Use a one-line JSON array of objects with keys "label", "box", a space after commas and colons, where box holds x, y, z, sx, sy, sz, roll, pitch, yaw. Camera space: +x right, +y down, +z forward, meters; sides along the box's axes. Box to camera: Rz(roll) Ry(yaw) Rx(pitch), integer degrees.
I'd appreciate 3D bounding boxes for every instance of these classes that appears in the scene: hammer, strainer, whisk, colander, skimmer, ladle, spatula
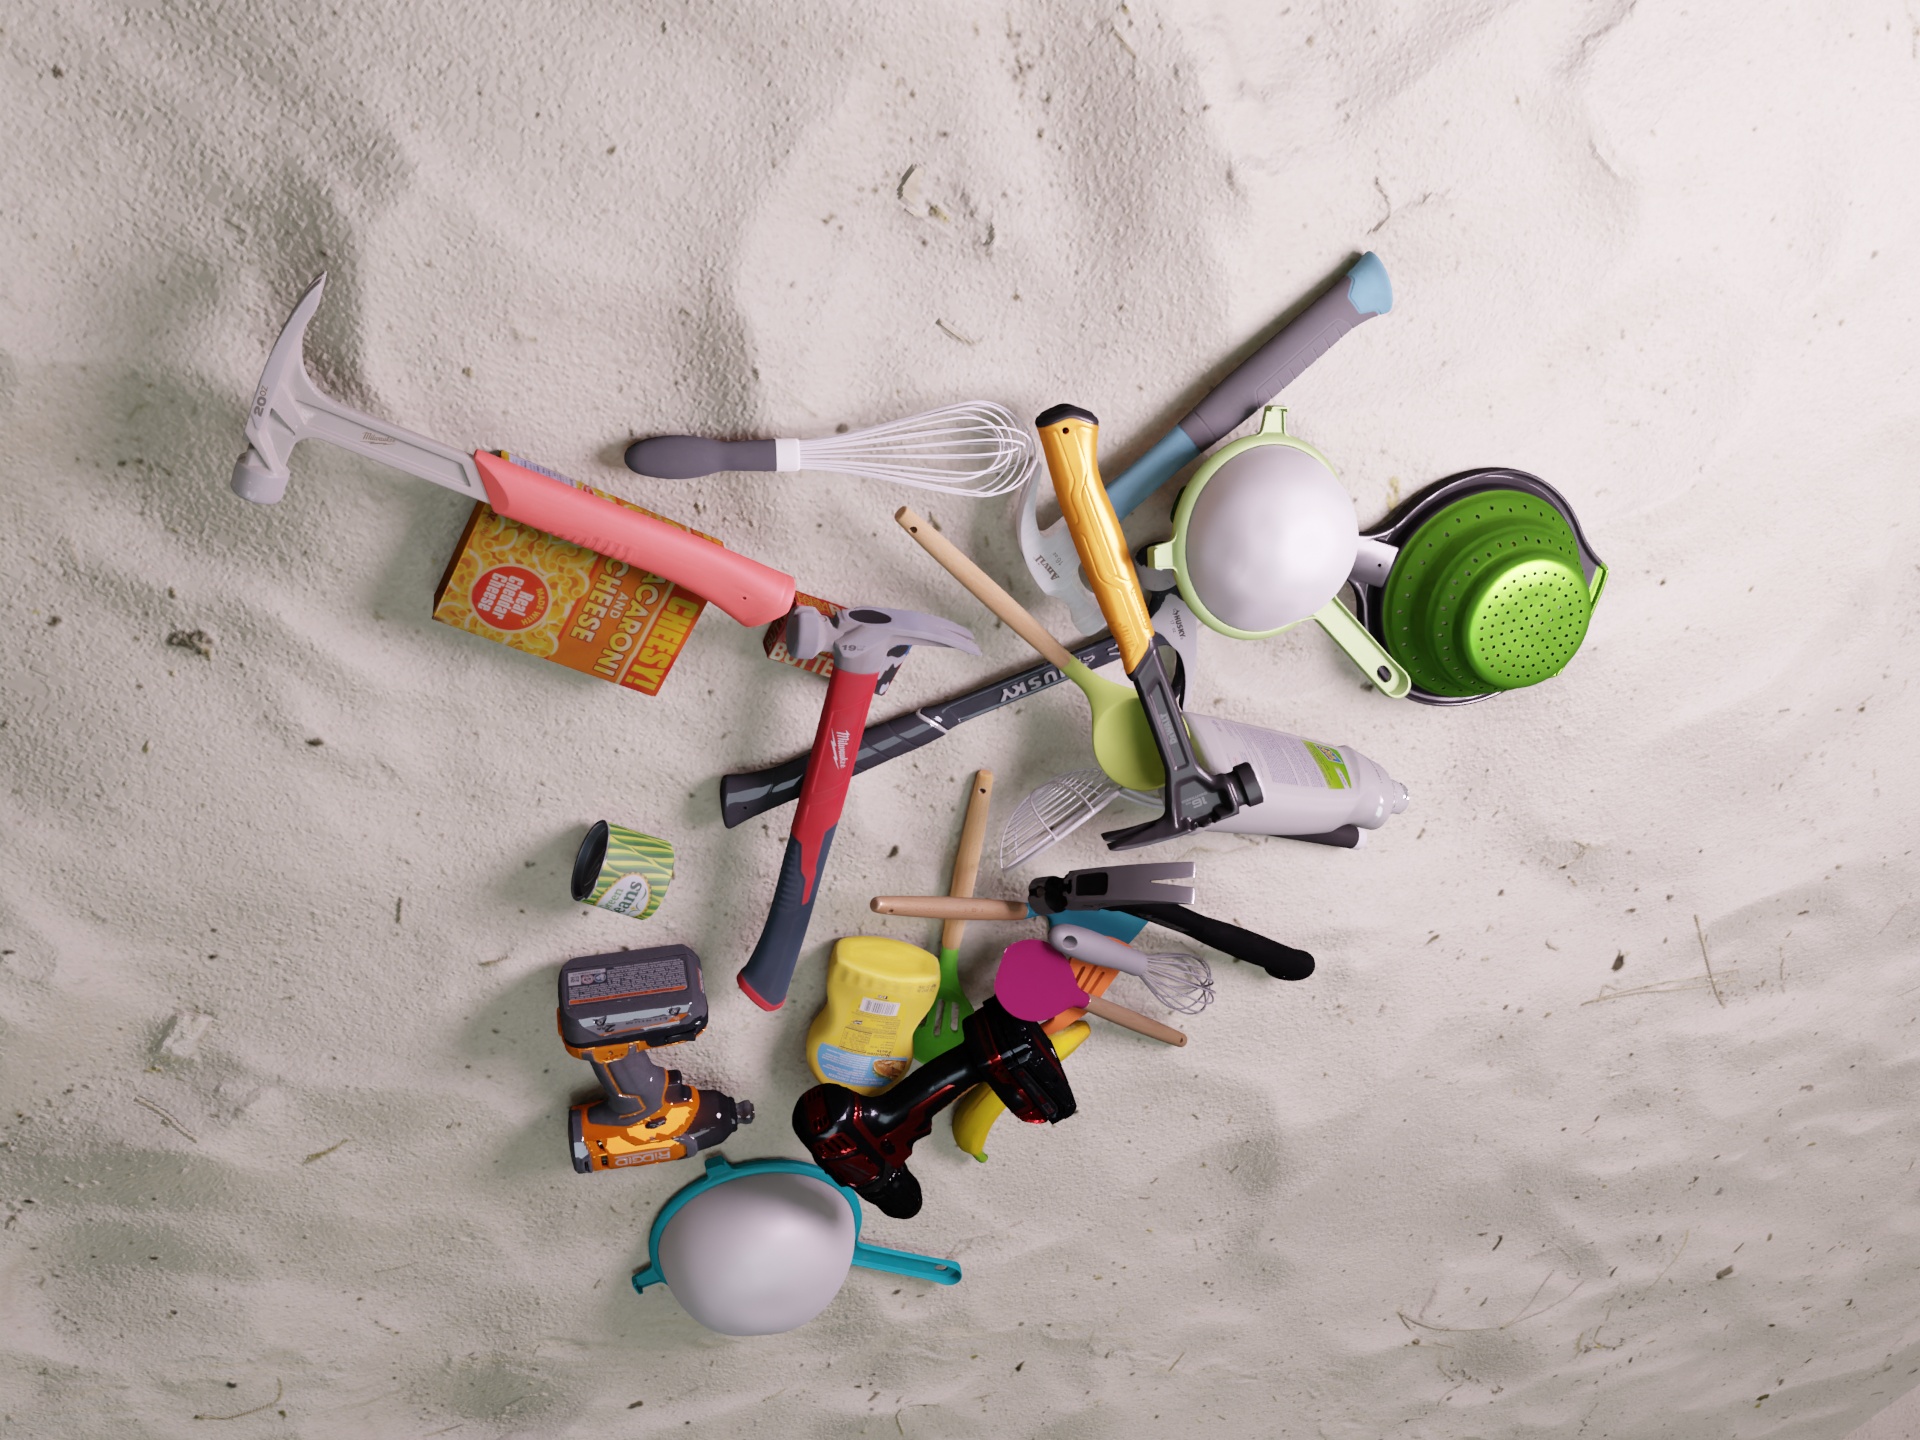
[{"label": "hammer", "box": [-0.099, 0.081, 1.250, 0.143, 0.038, 0.386, 4, 125, -21]}, {"label": "strainer", "box": [0.264, -0.094, 1.151, 0.256, 0.069, 0.151, 42, 85, -25]}, {"label": "hammer", "box": [0.218, 0.182, 1.398, 0.146, 0.035, 0.334, -13, 154, 40]}, {"label": "whisk", "box": [-0.087, -0.183, 1.099, 0.284, 0.070, 0.070, -3, 125, -8]}, {"label": "colander", "box": [0.352, -0.108, 1.234, 0.397, 0.095, 0.204, 13, 109, -19]}, {"label": "whisk", "box": [0.156, 0.220, 1.428, 0.238, 0.055, 0.055, 26, 114, -42]}, {"label": "skimmer", "box": [0.202, 0.105, 1.359, 0.363, 0.090, 0.127, 10, 153, -25]}, {"label": "strainer", "box": [-0.138, 0.550, 1.569, 0.340, 0.095, 0.211, 20, 116, -25]}, {"label": "ladle", "box": [0.062, -0.051, 1.186, 0.078, 0.062, 0.319, -34, 126, 24]}, {"label": "hammer", "box": [-0.002, -0.004, 1.260, 0.409, 0.036, 0.149, -22, 128, 1]}, {"label": "hammer", "box": [0.116, -0.066, 1.157, 0.127, 0.034, 0.336, -21, 109, 1]}, {"label": "hammer", "box": [0.177, -0.212, 1.152, 0.331, 0.033, 0.128, -40, 109, 8]}, {"label": "spatula", "box": [0.031, 0.307, 1.480, 0.322, 0.041, 0.081, -41, 142, 23]}, {"label": "spatula", "box": [0.042, 0.168, 1.350, 0.317, 0.044, 0.082, 10, 128, -48]}, {"label": "hammer", "box": [-0.269, -0.150, 1.032, 0.358, 0.037, 0.149, 20, 114, -25]}]

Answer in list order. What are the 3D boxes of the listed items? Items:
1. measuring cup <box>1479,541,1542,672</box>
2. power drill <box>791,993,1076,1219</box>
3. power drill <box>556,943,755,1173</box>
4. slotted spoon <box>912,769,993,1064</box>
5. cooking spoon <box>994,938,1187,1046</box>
[{"label": "measuring cup", "box": [0.455, -0.102, 1.333, 0.062, 0.029, 0.156, -18, 115, -5]}, {"label": "power drill", "box": [-0.015, 0.353, 1.411, 0.226, 0.080, 0.187, -28, 130, 5]}, {"label": "power drill", "box": [-0.261, 0.298, 1.370, 0.164, 0.084, 0.226, -6, 130, -12]}, {"label": "slotted spoon", "box": [-0.002, 0.176, 1.389, 0.070, 0.031, 0.313, 10, 120, -1]}, {"label": "cooking spoon", "box": [0.124, 0.259, 1.439, 0.318, 0.017, 0.069, 30, 75, -47]}]
